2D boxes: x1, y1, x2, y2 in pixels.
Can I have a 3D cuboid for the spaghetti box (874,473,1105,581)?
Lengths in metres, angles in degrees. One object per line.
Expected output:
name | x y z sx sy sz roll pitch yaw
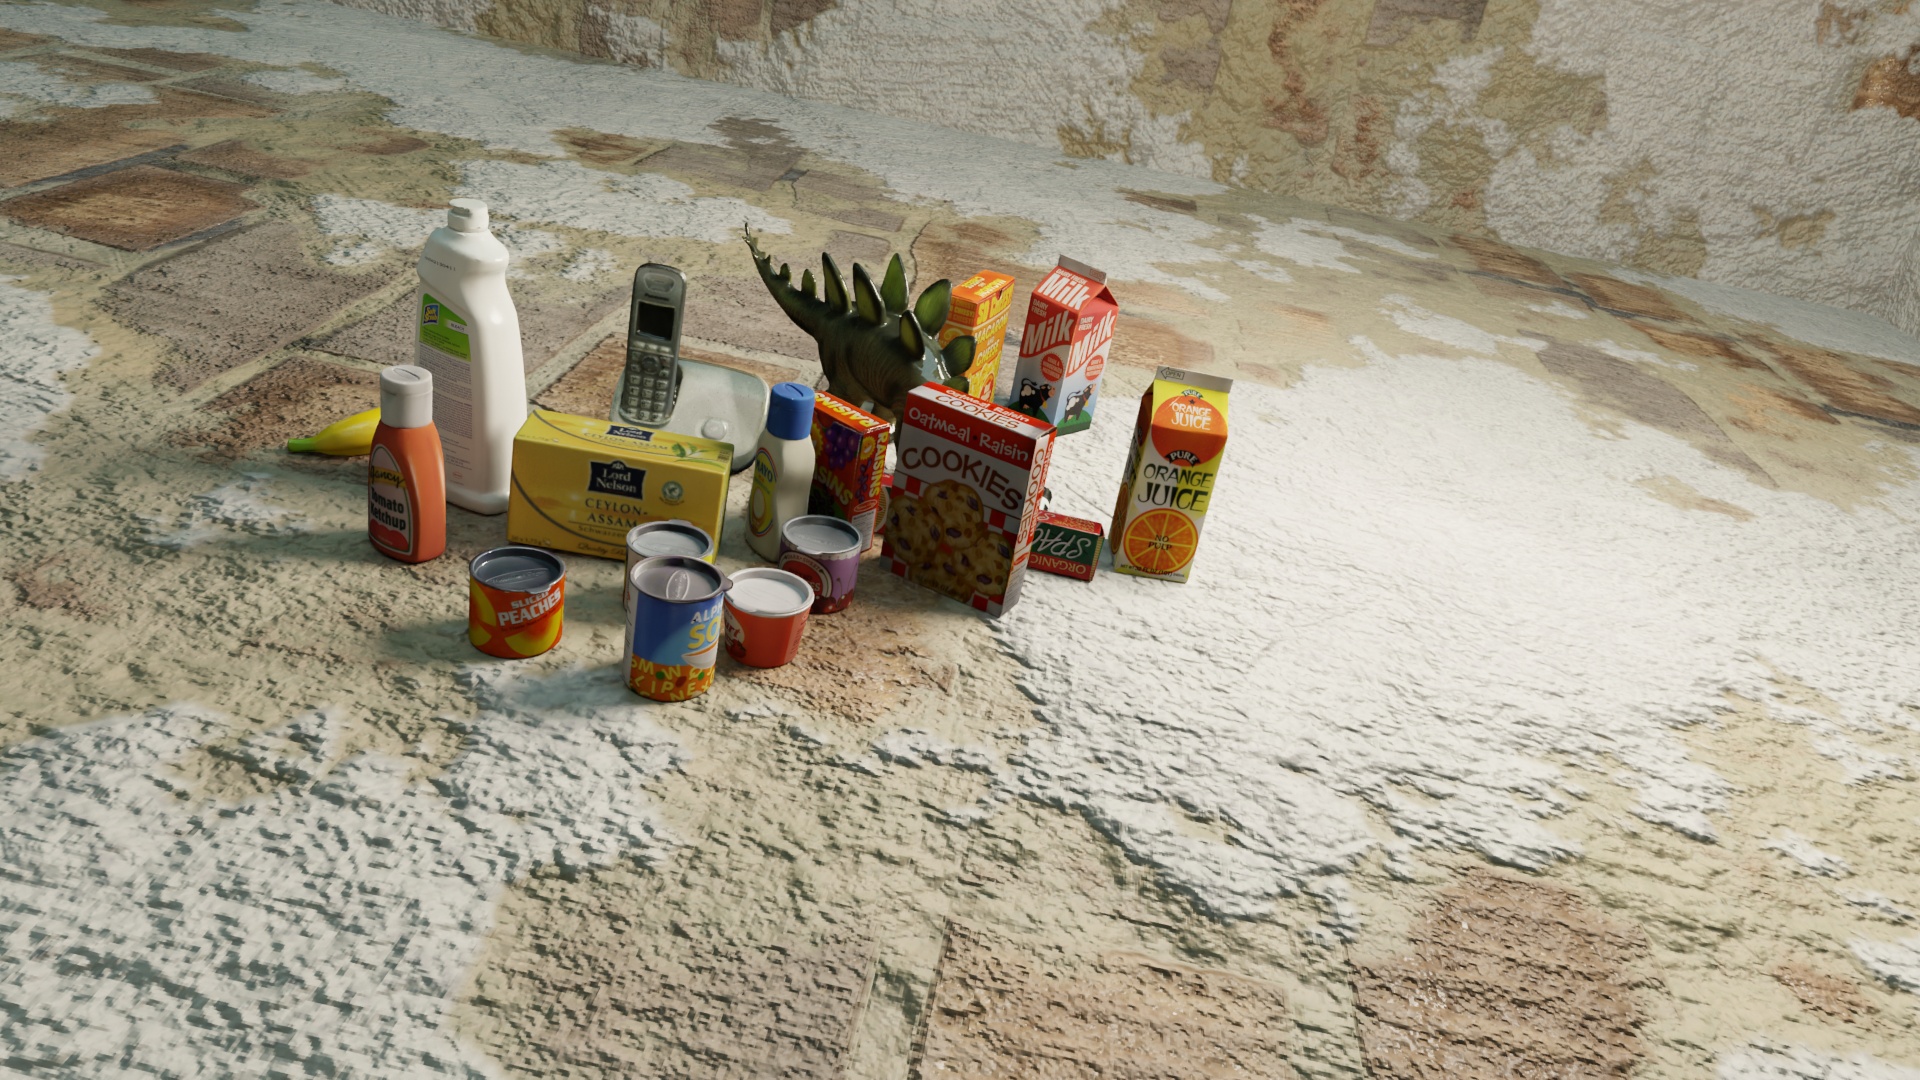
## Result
spaghetti box | 0.004 -0.016 1.256 0.250 0.050 0.029 13 26 4

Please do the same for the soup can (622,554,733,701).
soup can | -0.201 0.062 0.983 0.071 0.083 0.071 9 26 -4

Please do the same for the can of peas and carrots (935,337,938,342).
can of peas and carrots | -0.015 -0.194 1.594 0.071 0.058 0.071 9 26 -4

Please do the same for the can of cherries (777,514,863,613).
can of cherries | -0.117 0.020 1.129 0.071 0.058 0.072 9 26 -4

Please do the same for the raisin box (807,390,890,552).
raisin box | -0.112 -0.058 1.213 0.086 0.122 0.040 29 31 32

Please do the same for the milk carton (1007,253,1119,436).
milk carton | 0.116 -0.217 1.543 0.072 0.189 0.074 31 32 35

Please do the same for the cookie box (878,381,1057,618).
cookie box | 0.004 -0.035 1.163 0.123 0.166 0.040 22 28 22

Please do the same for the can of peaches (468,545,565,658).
can of peaches | -0.319 0.045 1.001 0.071 0.057 0.071 9 26 -4

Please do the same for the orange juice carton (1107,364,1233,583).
orange juice carton | 0.192 -0.065 1.267 0.072 0.191 0.073 9 26 -4

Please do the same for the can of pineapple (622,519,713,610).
can of pineapple | -0.226 0.024 1.078 0.071 0.057 0.071 9 26 -4

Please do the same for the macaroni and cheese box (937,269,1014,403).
macaroni and cheese box | 0.010 -0.193 1.481 0.040 0.165 0.124 18 27 14

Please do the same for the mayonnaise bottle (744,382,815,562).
mayonnaise bottle | -0.150 -0.059 1.172 0.041 0.147 0.065 -8 32 -34

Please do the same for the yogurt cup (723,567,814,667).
yogurt cup | -0.147 0.059 1.044 0.072 0.053 0.073 9 26 -4

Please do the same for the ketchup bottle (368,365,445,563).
ketchup bottle | -0.425 -0.060 1.066 0.065 0.148 0.044 23 28 24
